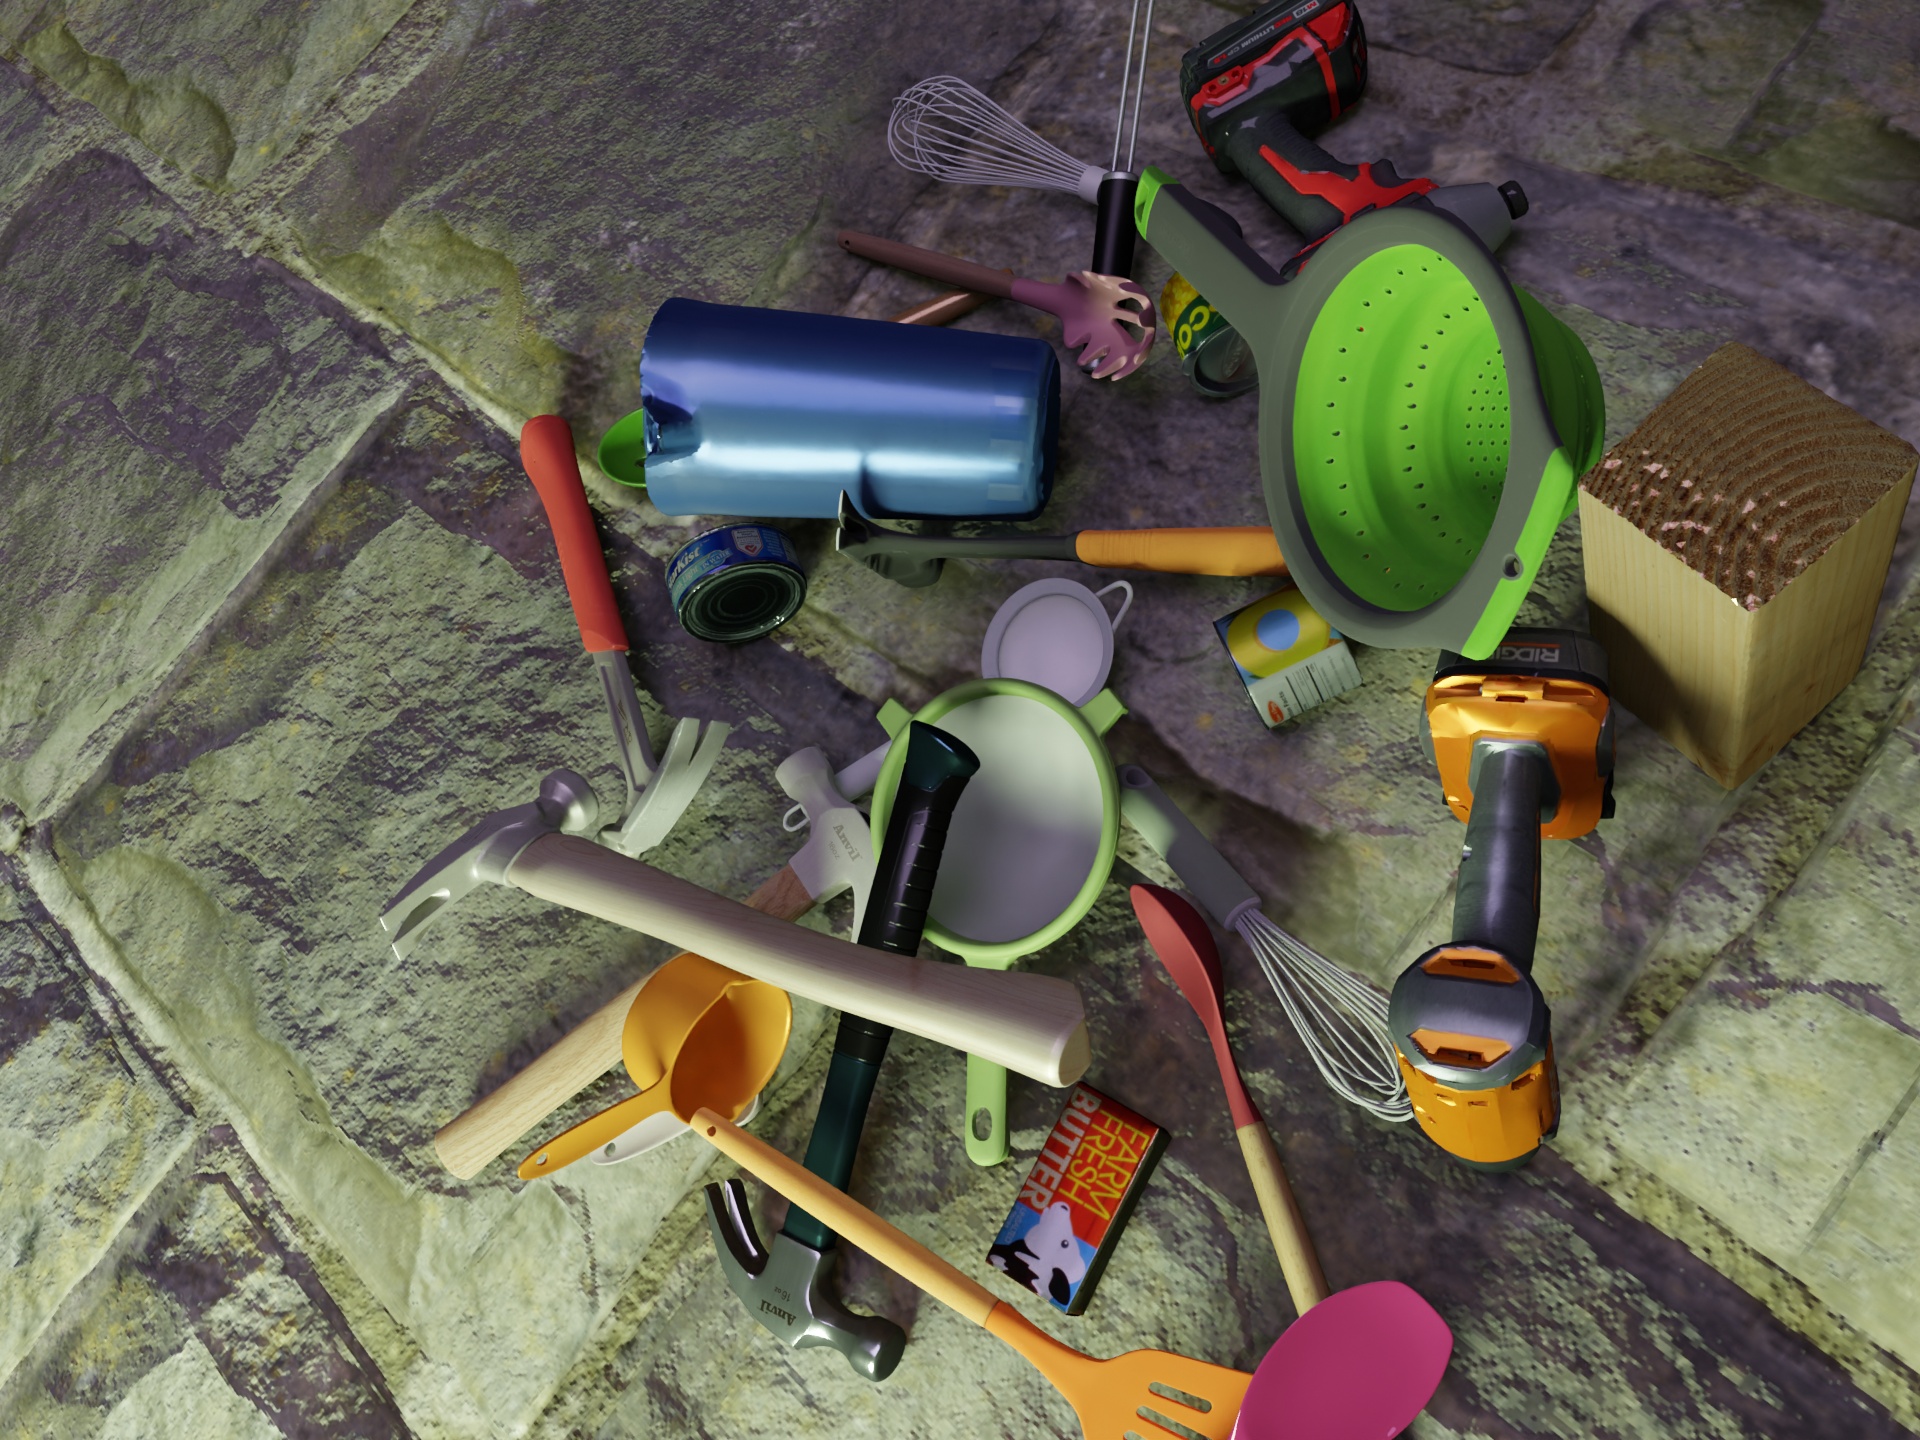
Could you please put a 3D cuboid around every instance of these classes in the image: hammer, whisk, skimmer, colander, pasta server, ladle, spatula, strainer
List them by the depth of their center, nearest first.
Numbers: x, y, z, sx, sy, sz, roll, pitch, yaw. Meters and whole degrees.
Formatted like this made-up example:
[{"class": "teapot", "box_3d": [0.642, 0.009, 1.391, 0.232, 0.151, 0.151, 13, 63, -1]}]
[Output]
[{"class": "ladle", "box_3d": [0.148, 0.221, 0.766, 0.031, 0.069, 0.316, -16, 67, -5]}, {"class": "spatula", "box_3d": [-0.002, 0.276, 0.779, 0.323, 0.041, 0.081, 27, 91, 22]}, {"class": "hammer", "box_3d": [-0.120, 0.116, 0.813, 0.411, 0.038, 0.146, 13, 40, 34]}, {"class": "colander", "box_3d": [0.208, -0.192, 0.818, 0.094, 0.204, 0.398, -6, 42, -22]}, {"class": "whisk", "box_3d": [0.150, 0.106, 0.818, 0.058, 0.059, 0.247, -17, 49, -28]}, {"class": "hammer", "box_3d": [-0.049, 0.164, 0.841, 0.128, 0.033, 0.331, 15, 90, 29]}, {"class": "strainer", "box_3d": [0.029, 0.107, 0.865, 0.151, 0.069, 0.256, -3, 83, 30]}, {"class": "hammer", "box_3d": [0.098, -0.098, 0.895, 0.337, 0.127, 0.034, 3, 85, 19]}, {"class": "strainer", "box_3d": [-0.001, -0.003, 0.933, 0.258, 0.050, 0.087, -32, 64, 15]}, {"class": "hammer", "box_3d": [-0.177, 0.165, 0.935, 0.331, 0.031, 0.130, -38, 69, 8]}, {"class": "skimmer", "box_3d": [0.091, -0.398, 0.964, 0.127, 0.090, 0.363, 8, 93, 30]}, {"class": "pasta server", "box_3d": [0.014, -0.281, 1.021, 0.040, 0.060, 0.316, -21, 36, -35]}, {"class": "hammer", "box_3d": [-0.237, -0.080, 1.047, 0.149, 0.036, 0.359, -52, 47, 35]}, {"class": "whisk", "box_3d": [0.065, -0.365, 1.053, 0.285, 0.070, 0.070, 30, 83, 26]}]

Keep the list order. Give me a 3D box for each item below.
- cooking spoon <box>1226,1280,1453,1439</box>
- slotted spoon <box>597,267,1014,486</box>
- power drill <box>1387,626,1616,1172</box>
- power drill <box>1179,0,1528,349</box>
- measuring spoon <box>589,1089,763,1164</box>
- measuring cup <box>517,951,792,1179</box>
[{"class": "cooking spoon", "box_3d": [0.092, 0.363, 0.724, 0.319, 0.017, 0.069, -43, 92, 9]}, {"class": "slotted spoon", "box_3d": [-0.106, -0.236, 1.089, 0.314, 0.031, 0.070, -23, 62, 12]}, {"class": "power drill", "box_3d": [0.249, 0.089, 0.728, 0.084, 0.164, 0.227, 4, 58, 25]}, {"class": "power drill", "box_3d": [0.232, -0.334, 0.954, 0.143, 0.078, 0.220, -27, 63, 11]}, {"class": "measuring spoon", "box_3d": [-0.163, 0.233, 0.920, 0.124, 0.018, 0.034, -26, 60, 20]}, {"class": "measuring cup", "box_3d": [-0.168, 0.181, 0.828, 0.052, 0.095, 0.173, 27, 36, 35]}]
